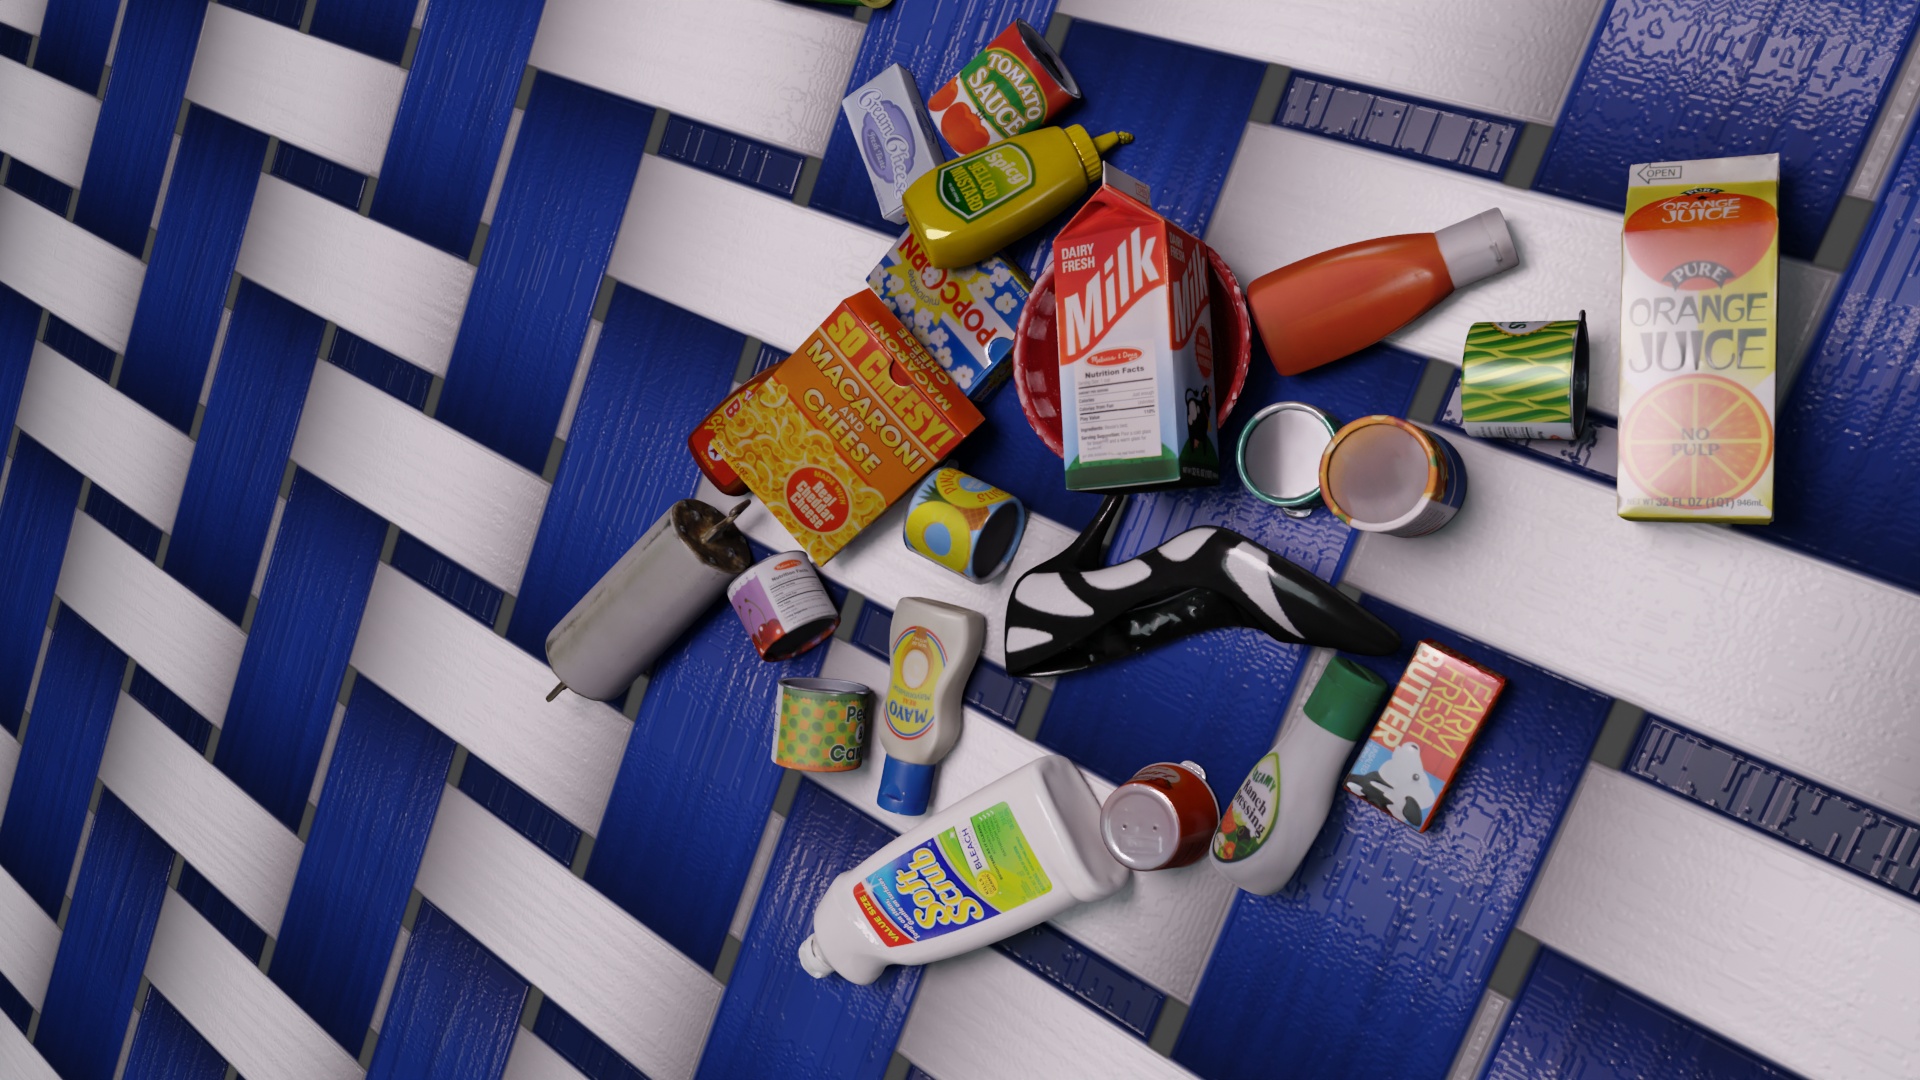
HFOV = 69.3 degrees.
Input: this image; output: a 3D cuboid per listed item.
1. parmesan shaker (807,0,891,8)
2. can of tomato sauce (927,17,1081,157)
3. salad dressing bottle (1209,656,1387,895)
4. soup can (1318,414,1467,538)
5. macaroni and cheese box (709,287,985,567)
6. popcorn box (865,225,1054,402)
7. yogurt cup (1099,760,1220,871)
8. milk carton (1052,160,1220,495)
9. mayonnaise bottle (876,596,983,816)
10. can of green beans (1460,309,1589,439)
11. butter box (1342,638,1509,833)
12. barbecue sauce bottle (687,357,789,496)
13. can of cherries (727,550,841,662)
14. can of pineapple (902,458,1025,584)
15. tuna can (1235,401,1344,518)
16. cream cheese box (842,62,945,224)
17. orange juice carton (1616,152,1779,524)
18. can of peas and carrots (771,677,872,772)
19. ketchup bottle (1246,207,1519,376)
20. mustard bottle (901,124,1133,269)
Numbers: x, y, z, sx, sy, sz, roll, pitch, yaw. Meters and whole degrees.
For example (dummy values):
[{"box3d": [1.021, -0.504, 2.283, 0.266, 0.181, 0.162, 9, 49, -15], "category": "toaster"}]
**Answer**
[{"box3d": [-0.101, -0.435, 1.026, 0.103, 0.071, 0.071, 18, 97, 30], "category": "parmesan shaker"}, {"box3d": [0.029, -0.300, 0.944, 0.083, 0.071, 0.071, -36, 71, 24], "category": "can of tomato sauce"}, {"box3d": [0.202, 0.140, 0.829, 0.044, 0.064, 0.147, 23, 104, -15], "category": "salad dressing bottle"}, {"box3d": [0.248, -0.038, 0.799, 0.071, 0.084, 0.071, -2, 87, 30], "category": "soup can"}, {"box3d": [-0.082, -0.076, 0.972, 0.123, 0.040, 0.165, 48, 124, -2], "category": "macaroni and cheese box"}, {"box3d": [0.001, -0.170, 0.972, 0.085, 0.038, 0.127, -46, 67, 19], "category": "popcorn box"}, {"box3d": [0.123, 0.177, 0.877, 0.072, 0.054, 0.072, -1, 88, 30], "category": "yogurt cup"}, {"box3d": [0.104, -0.125, 0.827, 0.073, 0.072, 0.190, -5, 87, 29], "category": "milk carton"}, {"box3d": [-0.027, 0.117, 0.973, 0.065, 0.041, 0.148, 13, 94, 28], "category": "mayonnaise bottle"}, {"box3d": [0.315, -0.090, 0.773, 0.058, 0.071, 0.071, 4, 90, 30], "category": "can of green beans"}, {"box3d": [0.272, 0.113, 0.812, 0.053, 0.024, 0.103, 31, 103, 28], "category": "butter box"}, {"box3d": [-0.139, -0.101, 1.046, 0.148, 0.044, 0.065, -41, 75, 21], "category": "barbecue sauce bottle"}, {"box3d": [-0.130, 0.050, 1.023, 0.071, 0.071, 0.058, -39, 71, 23], "category": "can of cherries"}, {"box3d": [0.003, -0.012, 0.947, 0.058, 0.071, 0.071, 26, 101, 27], "category": "can of pineapple"}, {"box3d": [0.205, -0.049, 0.853, 0.071, 0.033, 0.071, -2, 86, 30], "category": "tuna can"}, {"box3d": [-0.046, -0.289, 1.013, 0.053, 0.024, 0.104, -26, 75, 26], "category": "cream cheese box"}, {"box3d": [0.387, -0.105, 0.728, 0.072, 0.073, 0.192, 1, 88, 30], "category": "orange juice carton"}, {"box3d": [-0.099, 0.132, 1.000, 0.071, 0.071, 0.058, 7, 92, 30], "category": "can of peas and carrots"}, {"box3d": [0.249, -0.151, 0.821, 0.148, 0.044, 0.064, -20, 113, 21], "category": "ketchup bottle"}, {"box3d": [0.042, -0.240, 0.927, 0.160, 0.048, 0.065, -27, 69, -1], "category": "mustard bottle"}]
